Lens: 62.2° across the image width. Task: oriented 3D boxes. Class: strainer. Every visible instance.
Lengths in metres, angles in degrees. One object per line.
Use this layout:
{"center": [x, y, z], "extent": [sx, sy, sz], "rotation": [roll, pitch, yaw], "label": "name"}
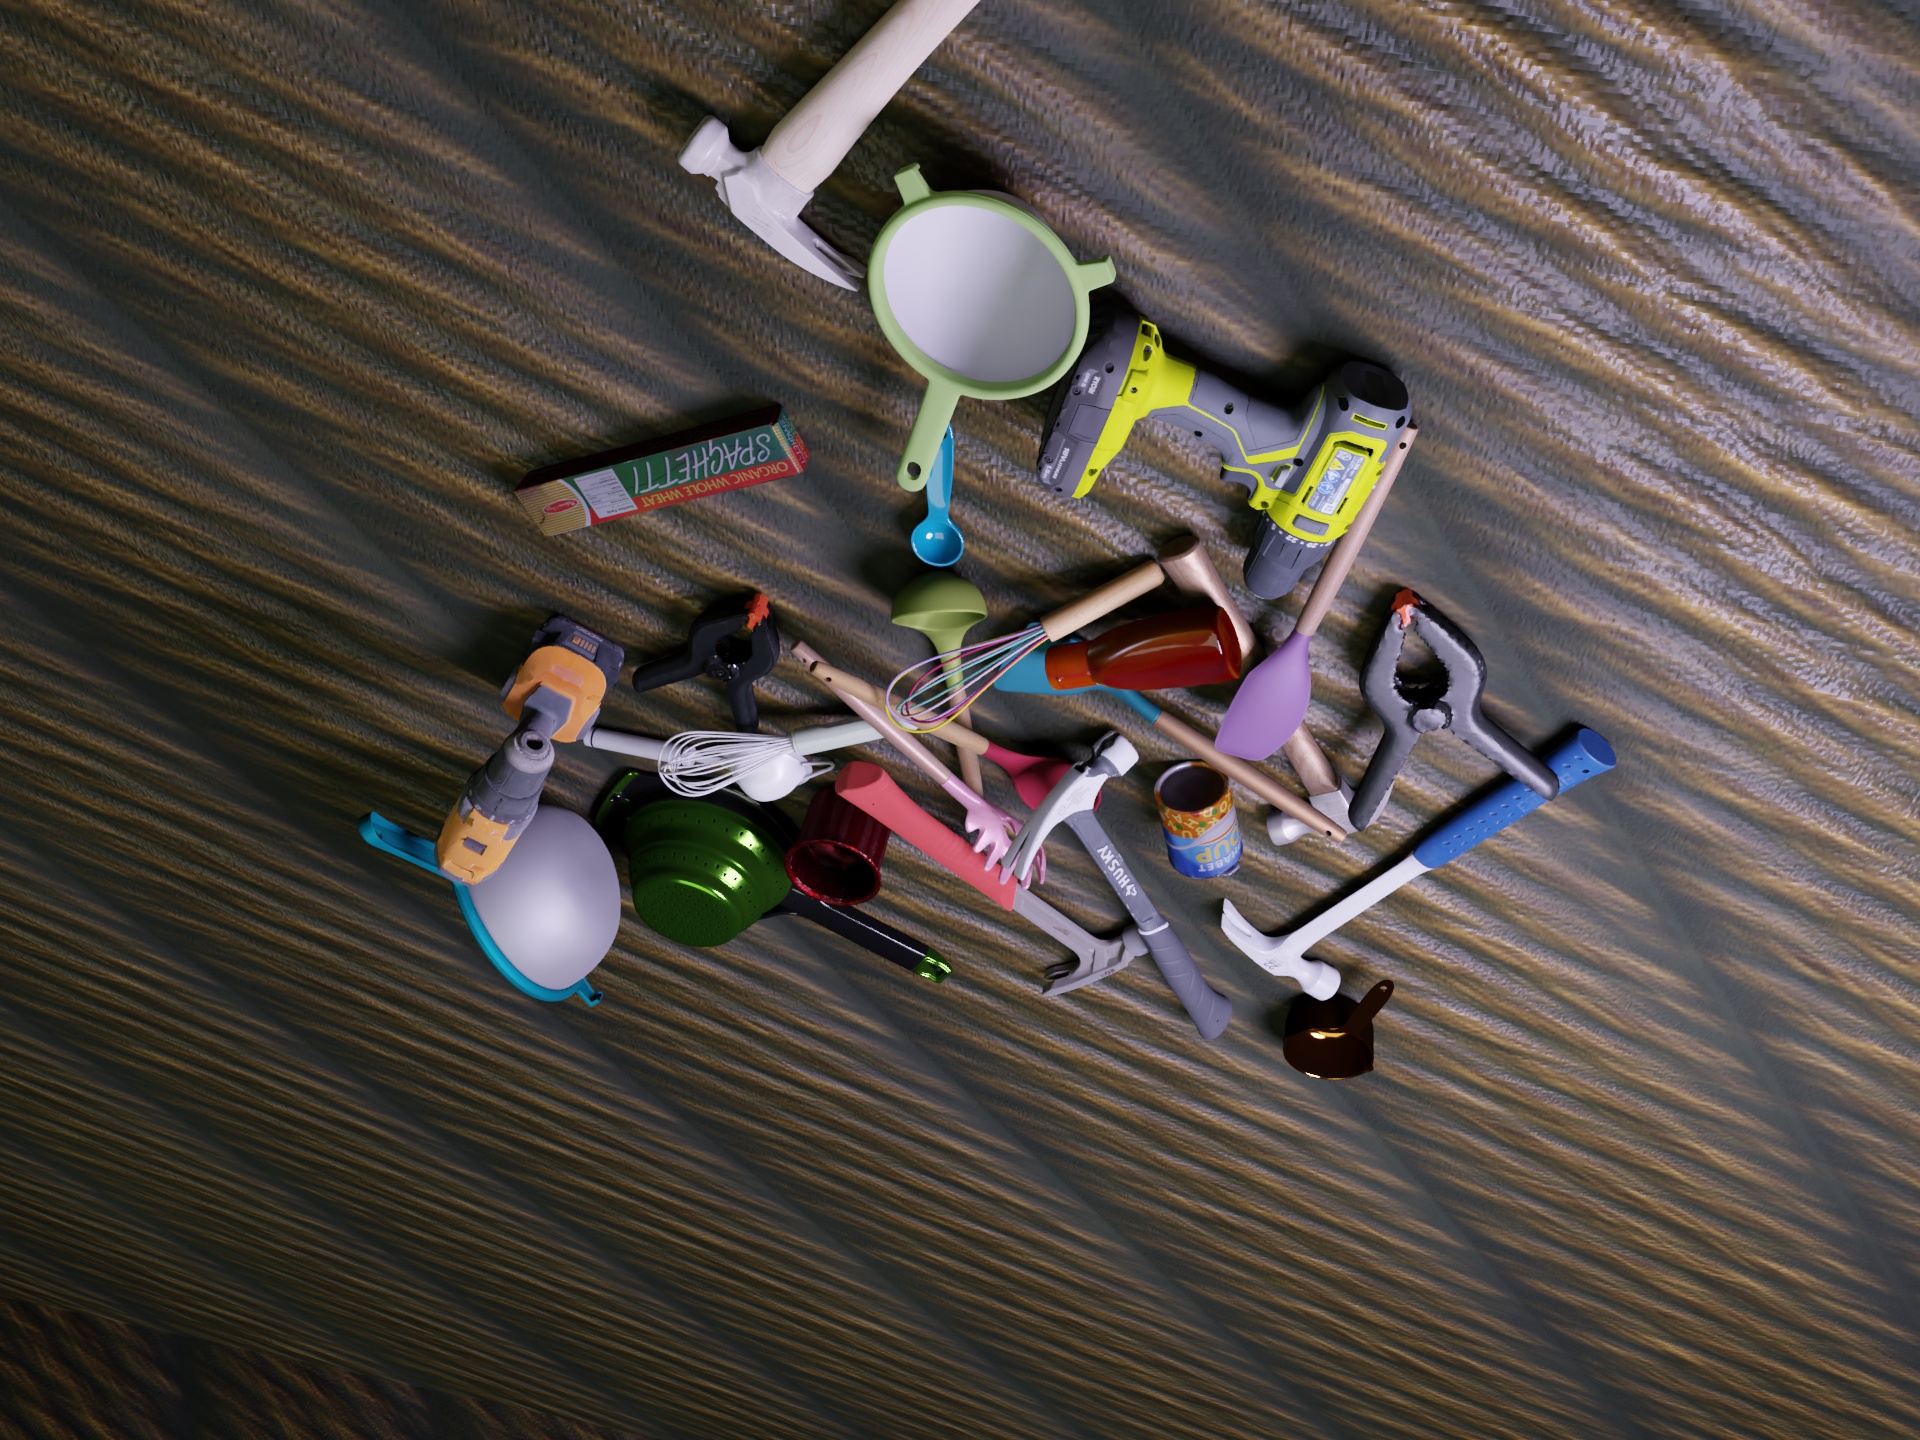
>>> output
{"center": [-0.407, 0.130, 1.457], "extent": [0.095, 0.211, 0.340], "rotation": [-25, 153, 9], "label": "strainer"}
{"center": [0.005, -0.263, 1.091], "extent": [0.151, 0.069, 0.256], "rotation": [25, 141, -1], "label": "strainer"}
{"center": [-0.247, 0.037, 1.487], "extent": [0.258, 0.050, 0.086], "rotation": [11, 151, 10], "label": "strainer"}

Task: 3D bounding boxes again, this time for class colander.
{"center": [-0.188, 0.195, 1.586], "extent": [0.397, 0.095, 0.204], "rotation": [29, 135, -14], "label": "colander"}

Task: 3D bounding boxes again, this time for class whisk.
{"center": [0.050, -0.058, 1.252], "extent": [0.245, 0.047, 0.051], "rotation": [-28, 157, 10], "label": "whisk"}
{"center": [-0.153, 0.020, 1.413], "extent": [0.246, 0.058, 0.059], "rotation": [-12, 95, 8], "label": "whisk"}

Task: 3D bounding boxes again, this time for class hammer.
{"center": [0.169, 0.185, 1.477], "extent": [0.036, 0.149, 0.408], "rotation": [36, 165, 47], "label": "hammer"}
{"center": [0.393, 0.124, 1.391], "extent": [0.144, 0.035, 0.405], "rotation": [30, 134, -15], "label": "hammer"}
{"center": [0.018, 0.150, 1.507], "extent": [0.358, 0.037, 0.149], "rotation": [37, 132, -27], "label": "hammer"}
{"center": [-0.003, -0.427, 0.949], "extent": [0.146, 0.038, 0.410], "rotation": [36, 133, -22], "label": "hammer"}
{"center": [0.252, -0.021, 1.288], "extent": [0.130, 0.031, 0.331], "rotation": [-16, 127, 30], "label": "hammer"}

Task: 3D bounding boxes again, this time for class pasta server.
{"center": [-0.034, 0.039, 1.385], "extent": [0.060, 0.040, 0.316], "rotation": [-24, 123, 42], "label": "pasta server"}

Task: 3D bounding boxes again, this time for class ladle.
{"center": [-0.002, -0.004, 1.362], "extent": [0.078, 0.062, 0.319], "rotation": [-4, 136, 6], "label": "ladle"}
{"center": [-0.001, 0.015, 1.342], "extent": [0.315, 0.031, 0.069], "rotation": [26, 128, -35], "label": "ladle"}

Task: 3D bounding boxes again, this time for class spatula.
{"center": [0.271, -0.087, 1.196], "extent": [0.059, 0.018, 0.315], "rotation": [14, 128, -6], "label": "spatula"}
{"center": [0.180, 0.018, 1.315], "extent": [0.317, 0.044, 0.082], "rotation": [32, 131, 2], "label": "spatula"}

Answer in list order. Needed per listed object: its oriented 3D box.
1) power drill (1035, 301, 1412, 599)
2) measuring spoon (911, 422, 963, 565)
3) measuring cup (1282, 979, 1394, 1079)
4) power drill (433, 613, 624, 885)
{"center": [0.174, -0.184, 1.115], "extent": [0.228, 0.080, 0.190], "rotation": [17, 135, -6], "label": "power drill"}
{"center": [-0.014, -0.178, 1.222], "extent": [0.042, 0.021, 0.128], "rotation": [9, 127, 8], "label": "measuring spoon"}
{"center": [0.377, 0.283, 1.546], "extent": [0.095, 0.052, 0.173], "rotation": [20, 134, -4], "label": "measuring cup"}
{"center": [-0.363, 0.011, 1.355], "extent": [0.084, 0.226, 0.185], "rotation": [29, 135, -14], "label": "power drill"}
